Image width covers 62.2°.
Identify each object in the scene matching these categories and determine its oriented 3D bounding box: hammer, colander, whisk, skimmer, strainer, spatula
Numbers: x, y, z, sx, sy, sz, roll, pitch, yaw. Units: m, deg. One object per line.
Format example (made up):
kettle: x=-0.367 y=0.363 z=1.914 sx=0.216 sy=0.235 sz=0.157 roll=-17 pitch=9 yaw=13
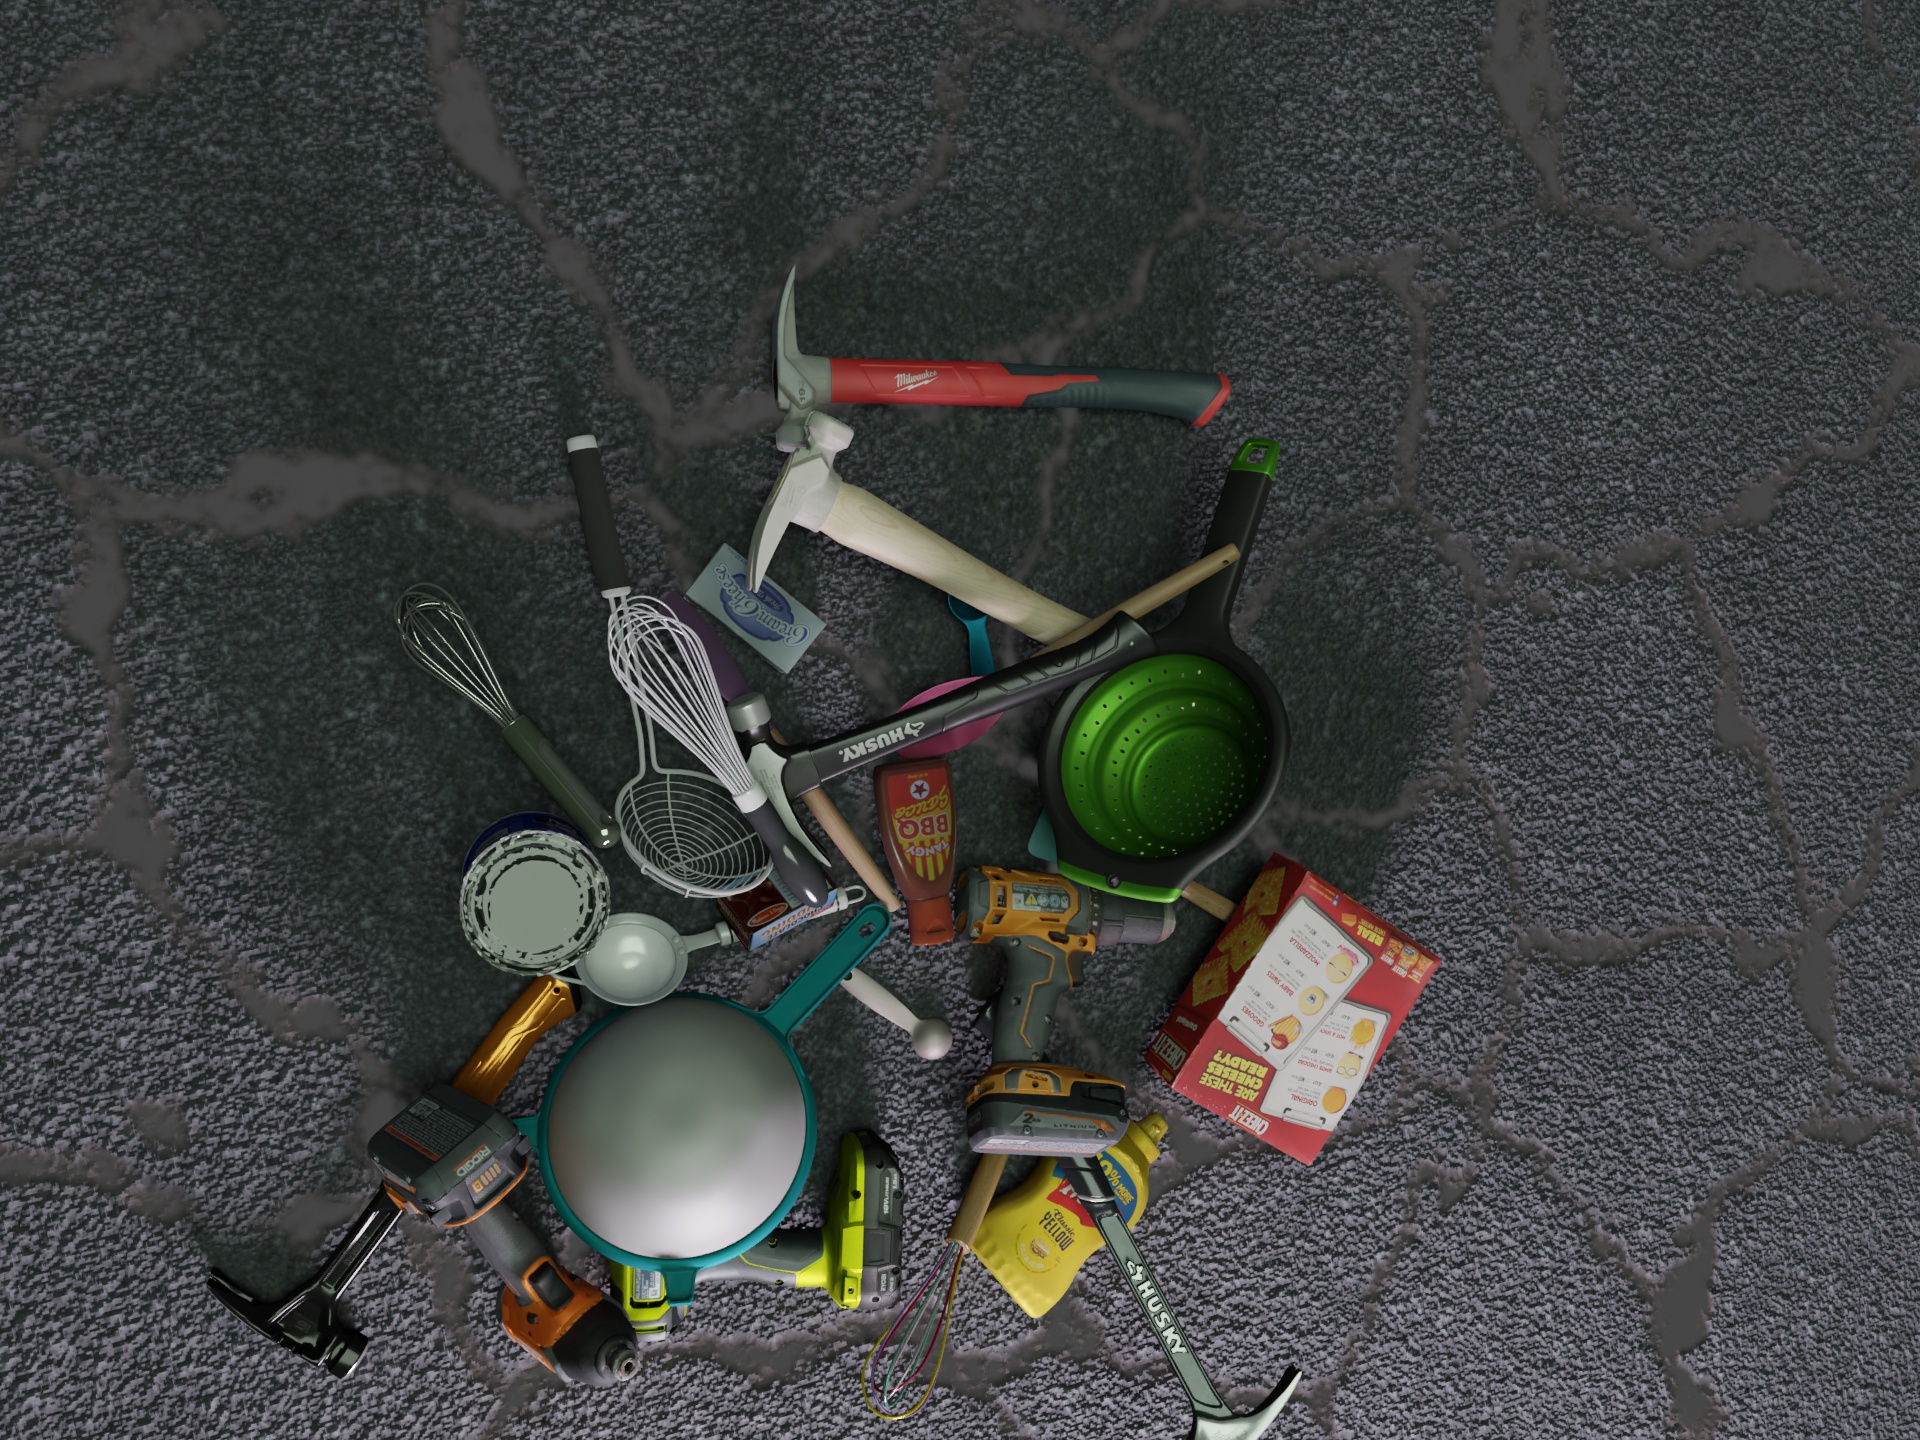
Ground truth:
hammer: x=0.028 y=-0.092 z=1.287 sx=0.410 sy=0.038 sz=0.146 roll=25 pitch=91 yaw=-22
colander: x=0.199 y=-0.037 z=1.291 sx=0.094 sy=0.205 sz=0.397 roll=39 pitch=67 yaw=-56
whisk: x=-0.171 y=0.030 z=1.171 sx=0.070 sy=0.070 sz=0.284 roll=-36 pitch=115 yaw=-12
hammer: x=0.124 y=0.401 z=1.287 sx=0.149 sy=0.036 sz=0.409 roll=-26 pitch=79 yaw=-11
skimmer: x=-0.230 y=-0.043 z=1.207 sx=0.127 sy=0.090 sz=0.363 roll=-15 pitch=94 yaw=-47
strainer: x=-0.168 y=0.252 z=1.203 sx=0.211 sy=0.095 sz=0.340 roll=40 pitch=67 yaw=11
hammer: x=-0.408 y=0.321 z=1.197 sx=0.127 sy=0.034 sz=0.337 roll=39 pitch=81 yaw=-15
hammer: x=0.039 y=-0.291 z=1.304 sx=0.386 sy=0.038 sz=0.143 roll=-2 pitch=91 yaw=-16
whisk: x=-0.015 y=0.433 z=1.258 sx=0.245 sy=0.047 sz=0.051 roll=-60 pitch=138 yaw=-40
strainer: x=-0.194 y=0.172 z=1.251 sx=0.258 sy=0.050 sz=0.087 roll=-15 pitch=53 yaw=-21
spatula: x=-0.139 y=0.028 z=1.262 sx=0.018 sy=0.060 sz=0.315 roll=-29 pitch=107 yaw=19
hammer: x=-0.002 y=-0.004 z=1.239 sx=0.335 sy=0.035 sz=0.146 roll=-21 pitch=107 yaw=-5
spatula: x=0.207 y=0.150 z=1.378 sx=0.317 sy=0.044 sz=0.082 roll=31 pitch=83 yaw=-20
whisk: x=-0.332 y=-0.003 z=1.169 sx=0.059 sy=0.058 sz=0.246 roll=-43 pitch=85 yaw=23

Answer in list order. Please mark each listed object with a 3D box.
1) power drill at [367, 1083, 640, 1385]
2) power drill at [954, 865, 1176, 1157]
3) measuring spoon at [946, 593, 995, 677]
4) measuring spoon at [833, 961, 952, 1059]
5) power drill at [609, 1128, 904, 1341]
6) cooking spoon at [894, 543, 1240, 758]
power drill: x=-0.314 y=0.379 z=1.138 sx=0.084 sy=0.164 sz=0.226 roll=-40 pitch=116 yaw=-32
power drill: x=0.089 y=0.230 z=1.282 sx=0.185 sy=0.084 sz=0.226 roll=6 pitch=63 yaw=-13
measuring spoon: x=0.012 y=-0.061 z=1.319 sx=0.042 sy=0.021 sz=0.128 roll=-13 pitch=105 yaw=-18
measuring spoon: x=-0.056 y=0.237 z=1.305 sx=0.124 sy=0.018 sz=0.034 roll=39 pitch=82 yaw=-13
power drill: x=-0.161 y=0.390 z=1.251 sx=0.223 sy=0.080 sz=0.171 roll=2 pitch=91 yaw=-14
cooking spoon: x=0.081 y=-0.057 z=1.278 sx=0.319 sy=0.017 sz=0.068 roll=-29 pitch=127 yaw=8
